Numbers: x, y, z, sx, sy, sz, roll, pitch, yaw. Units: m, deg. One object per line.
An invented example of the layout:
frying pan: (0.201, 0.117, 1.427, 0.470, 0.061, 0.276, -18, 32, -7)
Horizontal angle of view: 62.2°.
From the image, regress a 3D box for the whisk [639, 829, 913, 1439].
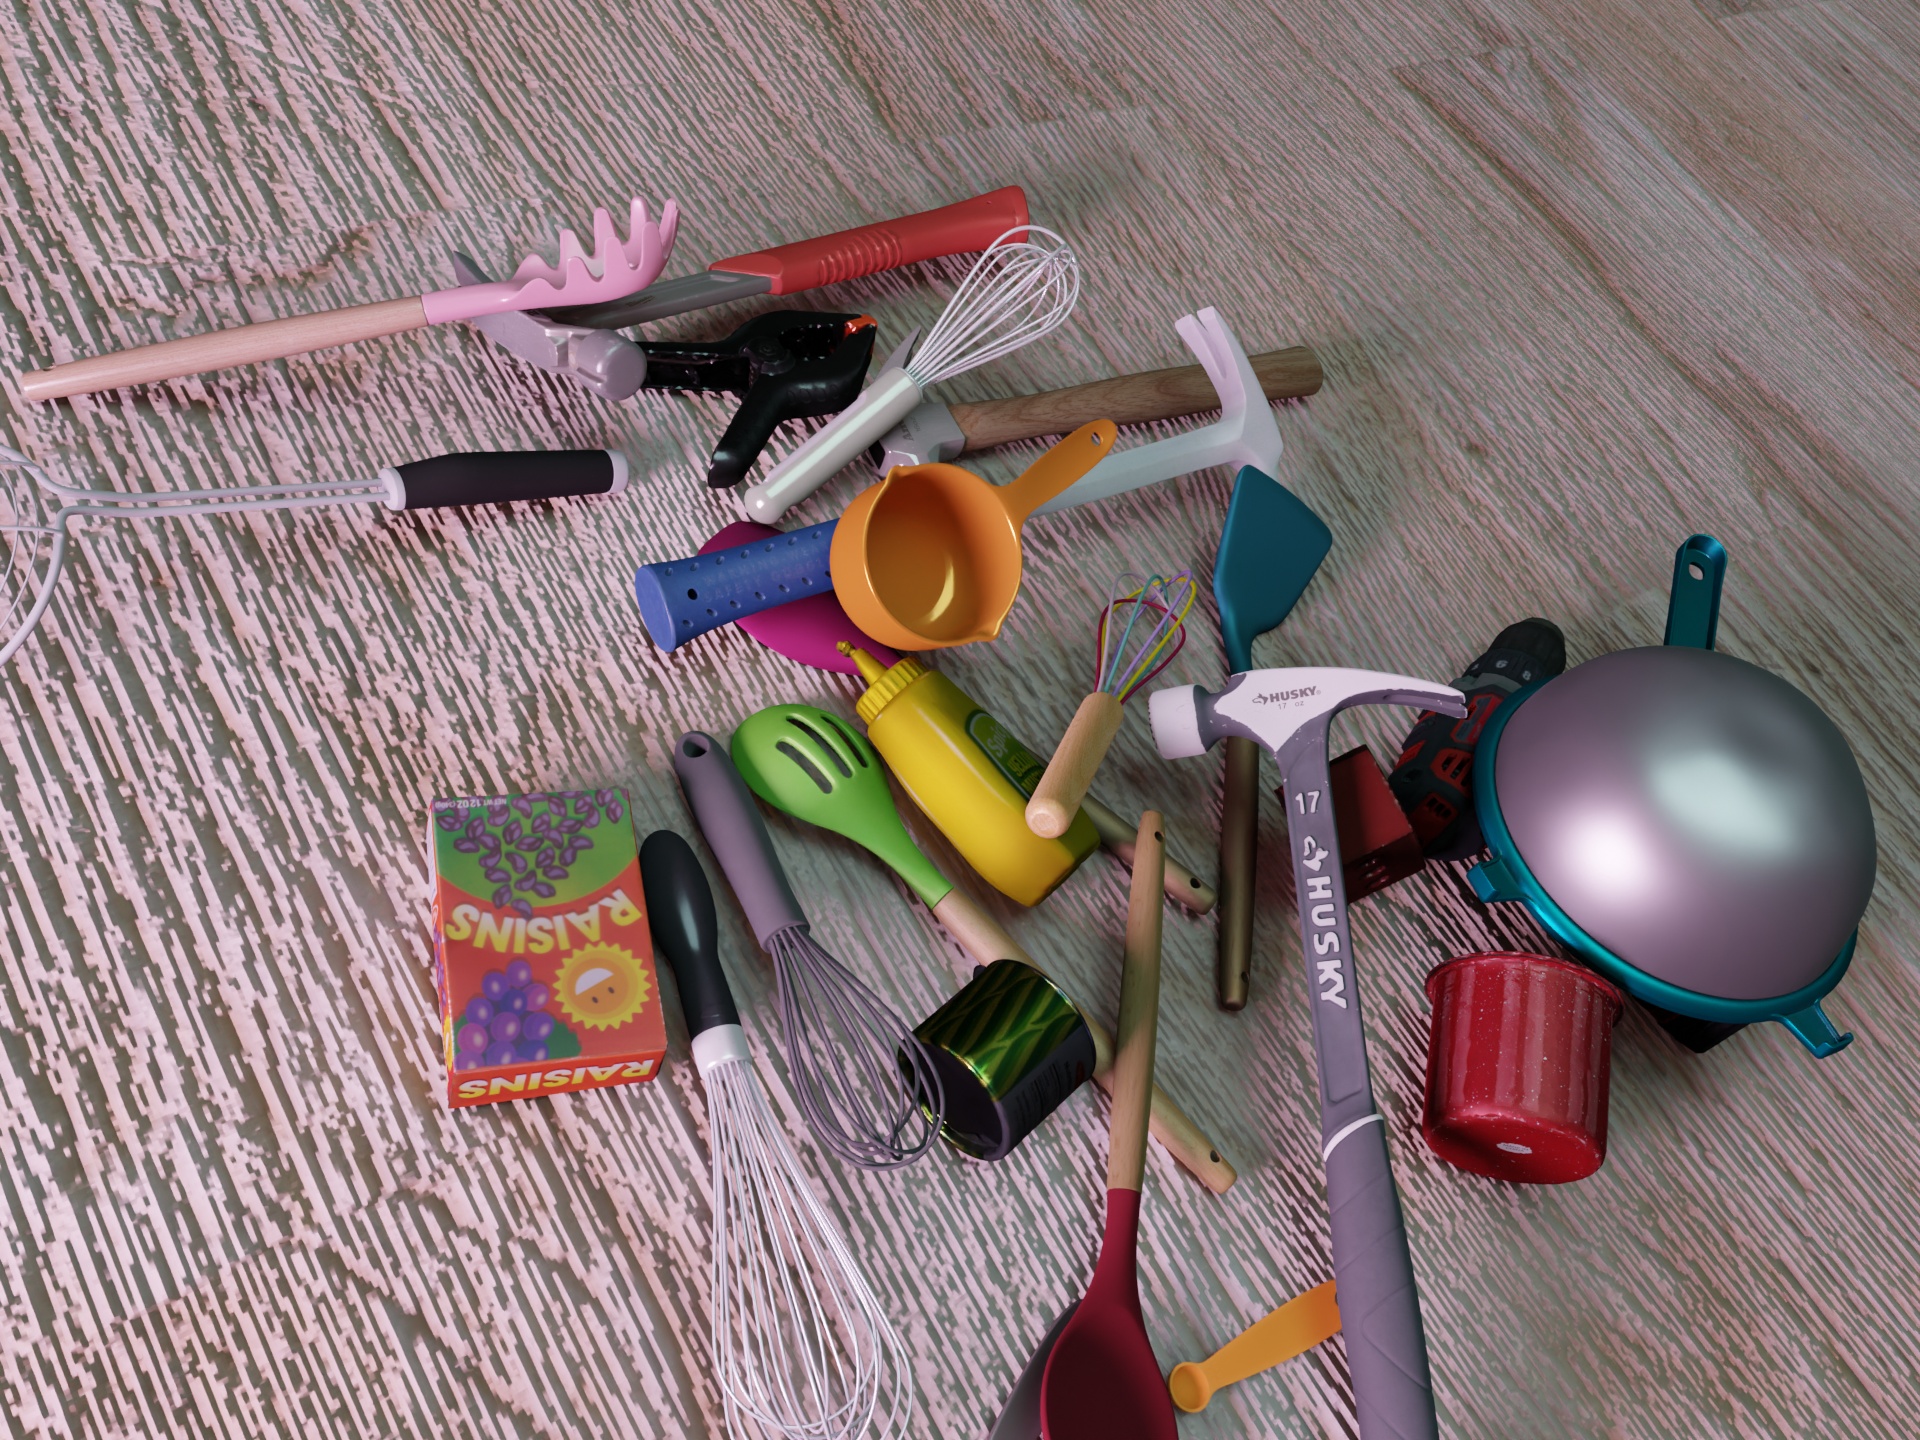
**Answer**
whisk: (-0.087, 0.164, 0.644, 0.070, 0.070, 0.285, -7, 56, -25)

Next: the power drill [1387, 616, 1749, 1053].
power drill: (0.358, 0.050, 0.880, 0.227, 0.080, 0.188, 37, 52, 9)

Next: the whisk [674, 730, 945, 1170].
whisk: (-0.073, 0.091, 0.688, 0.055, 0.055, 0.239, -13, 52, -28)

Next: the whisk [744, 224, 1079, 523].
whisk: (-0.024, -0.188, 0.867, 0.246, 0.058, 0.059, -43, 107, -18)

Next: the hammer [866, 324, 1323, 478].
hammer: (0.089, -0.194, 0.966, 0.331, 0.031, 0.130, -16, 65, -30)

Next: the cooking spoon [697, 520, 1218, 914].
cooking spoon: (-0.001, -0.003, 0.809, 0.319, 0.017, 0.069, 37, 53, 6)

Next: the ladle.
ladle: (0.073, 0.178, 0.690, 0.069, 0.031, 0.316, 26, 55, -26)

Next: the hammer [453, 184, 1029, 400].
hammer: (-0.101, -0.264, 0.916, 0.359, 0.036, 0.149, -27, 48, -36)

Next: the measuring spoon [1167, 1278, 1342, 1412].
measuring spoon: (0.133, 0.268, 0.687, 0.117, 0.011, 0.021, -14, 69, -32)

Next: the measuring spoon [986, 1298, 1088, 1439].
measuring spoon: (0.021, 0.280, 0.634, 0.034, 0.018, 0.124, 47, 46, -1)

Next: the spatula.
spatula: (0.158, 0.005, 0.850, 0.082, 0.044, 0.318, 32, 50, -30)

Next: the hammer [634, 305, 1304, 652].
hammer: (0.018, -0.119, 0.848, 0.405, 0.035, 0.144, -20, 96, -30)

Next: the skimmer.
skimmer: (-0.327, -0.082, 0.730, 0.363, 0.090, 0.127, -12, 59, -39)

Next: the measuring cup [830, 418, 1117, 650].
measuring cup: (0.009, -0.100, 0.791, 0.173, 0.052, 0.095, -40, 106, -29)

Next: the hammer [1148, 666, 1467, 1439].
hammer: (0.176, 0.163, 0.704, 0.149, 0.036, 0.409, -10, 67, 17)

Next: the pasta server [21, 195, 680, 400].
pasta server: (-0.288, -0.200, 0.768, 0.316, 0.040, 0.060, -14, 34, -9)

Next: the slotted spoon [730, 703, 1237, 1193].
slotted spoon: (0.012, 0.100, 0.741, 0.314, 0.031, 0.070, 45, 45, 9)

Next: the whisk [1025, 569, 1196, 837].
whisk: (0.074, -0.014, 0.801, 0.047, 0.051, 0.245, 14, 35, 14)

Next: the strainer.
strainer: (0.395, -0.009, 0.829, 0.211, 0.095, 0.341, 25, 52, 3)
